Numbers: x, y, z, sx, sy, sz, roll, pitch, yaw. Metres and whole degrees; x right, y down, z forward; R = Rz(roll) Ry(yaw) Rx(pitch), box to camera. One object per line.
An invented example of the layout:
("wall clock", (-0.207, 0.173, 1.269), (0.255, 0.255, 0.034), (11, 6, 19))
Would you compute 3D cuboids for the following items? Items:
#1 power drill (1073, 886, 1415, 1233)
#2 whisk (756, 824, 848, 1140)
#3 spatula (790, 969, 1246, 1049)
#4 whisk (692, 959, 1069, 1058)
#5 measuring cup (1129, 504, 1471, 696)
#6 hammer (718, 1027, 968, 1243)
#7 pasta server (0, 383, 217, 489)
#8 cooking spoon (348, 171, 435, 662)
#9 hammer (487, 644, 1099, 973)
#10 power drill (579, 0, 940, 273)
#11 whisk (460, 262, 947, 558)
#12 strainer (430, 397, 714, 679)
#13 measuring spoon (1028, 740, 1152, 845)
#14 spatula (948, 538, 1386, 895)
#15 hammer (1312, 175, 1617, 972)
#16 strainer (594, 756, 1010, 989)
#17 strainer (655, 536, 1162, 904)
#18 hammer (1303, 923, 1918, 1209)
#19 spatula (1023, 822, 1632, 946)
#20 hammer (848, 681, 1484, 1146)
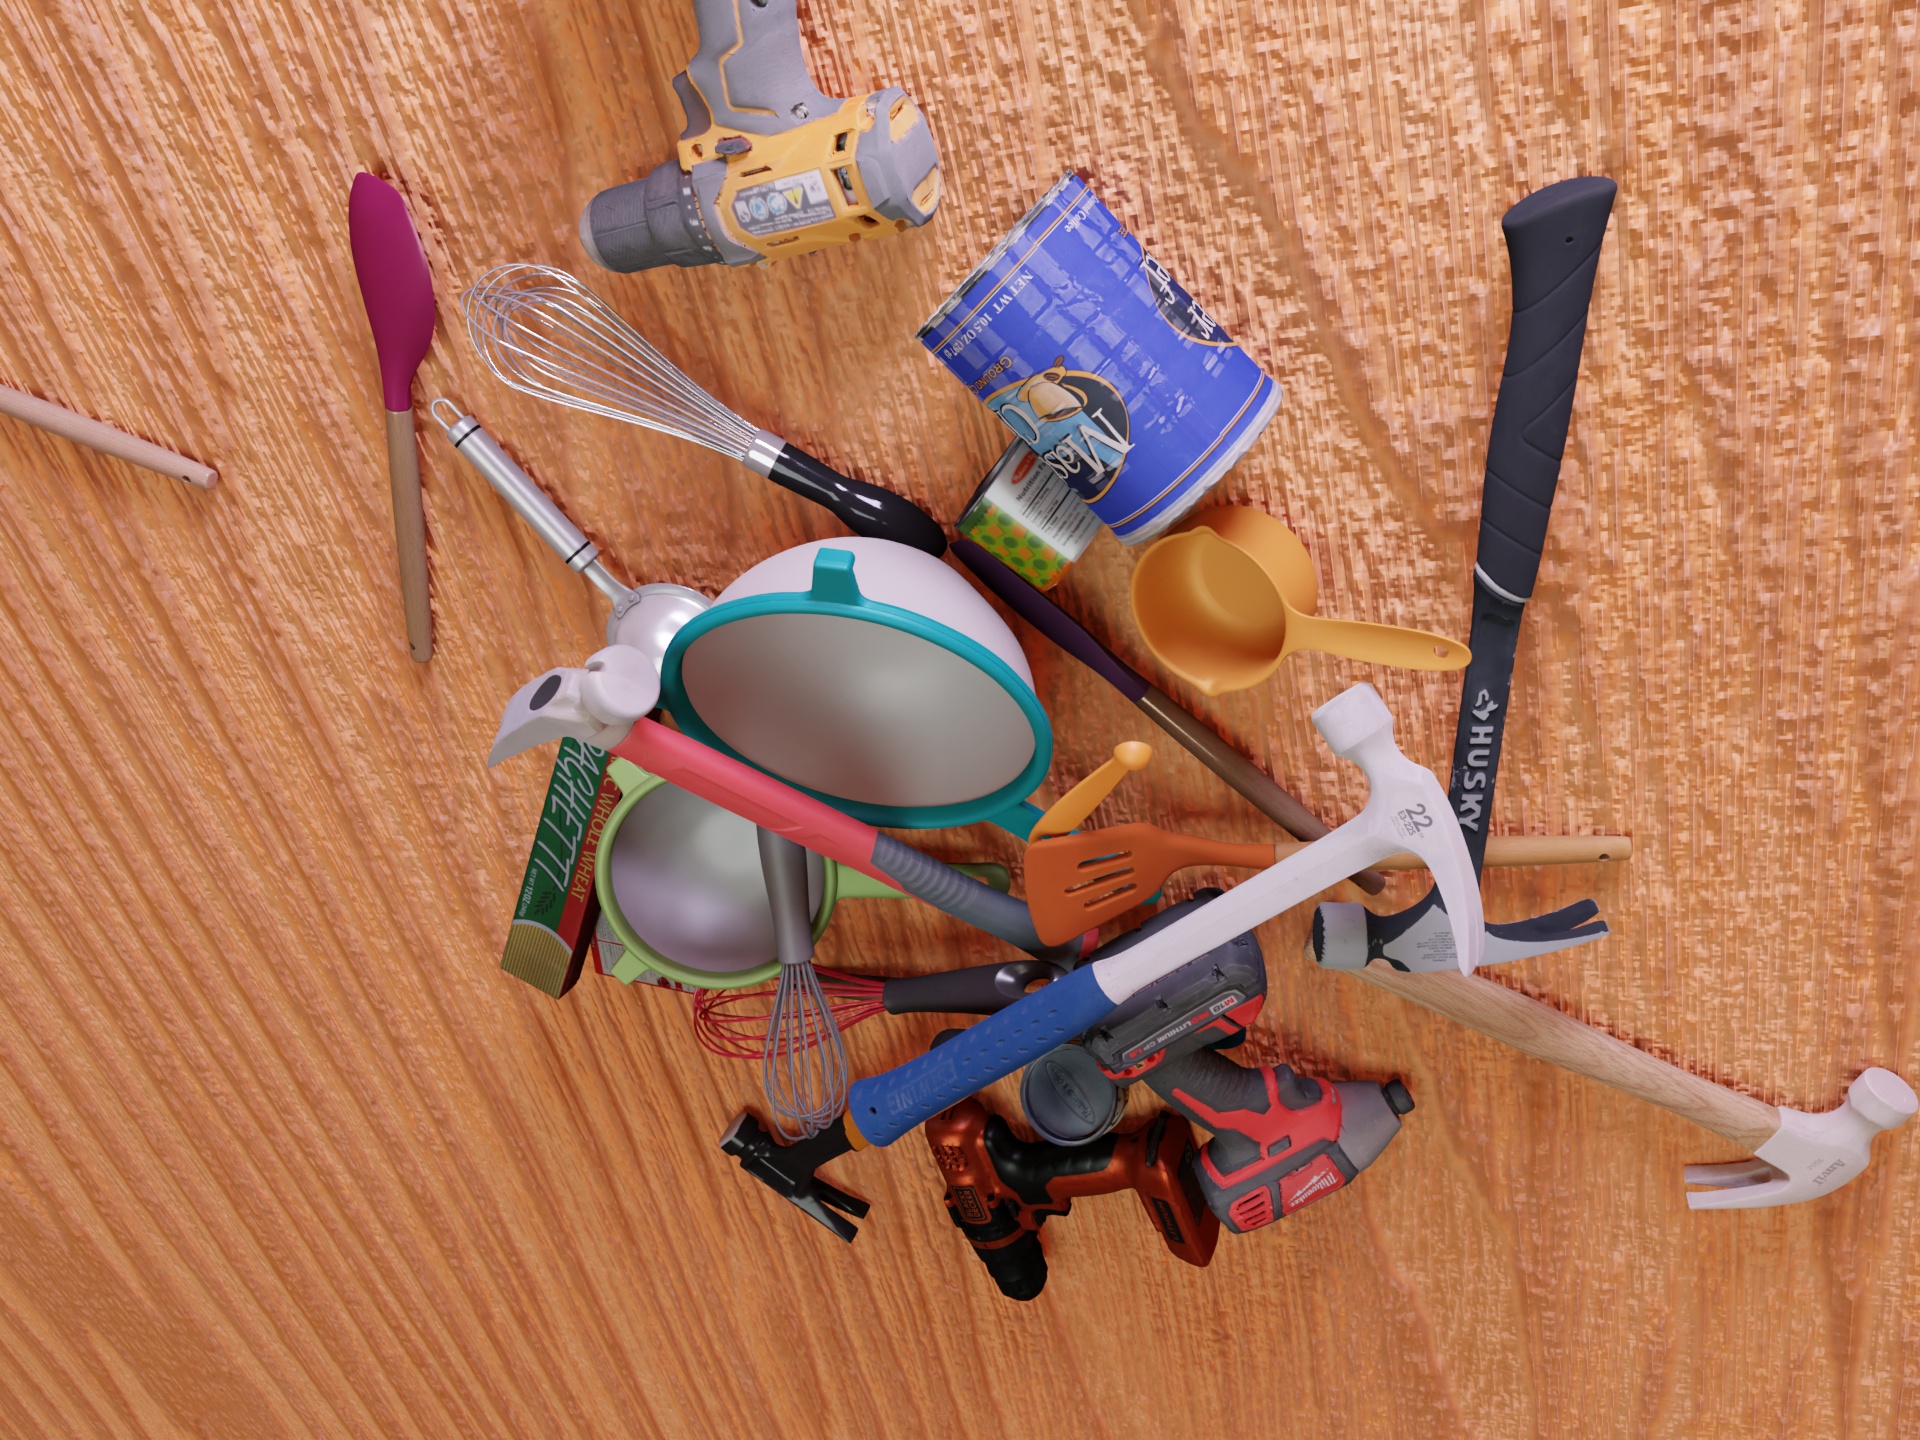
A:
("power drill", (0.174, 0.211, 0.962), (0.143, 0.079, 0.219), (-32, 118, 13))
("whisk", (-0.103, 0.142, 0.963), (0.055, 0.055, 0.239), (-1, 101, 21))
("spatula", (0.025, 0.179, 1.043), (0.317, 0.044, 0.082), (2, 125, 25))
("whisk", (-0.058, 0.178, 1.013), (0.296, 0.073, 0.073), (-11, 119, 32))
("measuring cup", (0.171, -0.056, 0.780), (0.174, 0.052, 0.095), (13, 127, 31))
("hammer", (-0.057, 0.279, 1.084), (0.127, 0.034, 0.336), (38, 142, -6))
("pasta server", (-0.619, -0.202, 1.004), (0.316, 0.040, 0.060), (21, 140, 4))
("cooking spoon", (-0.326, -0.161, 0.930), (0.069, 0.017, 0.318), (31, 134, 24))
("hammer", (-0.075, 0.071, 0.906), (0.386, 0.038, 0.143), (30, 148, -31))
("power drill", (-0.127, -0.313, 0.721), (0.185, 0.084, 0.226), (-5, 126, 25))
("whisk", (-0.133, -0.158, 0.847), (0.284, 0.070, 0.070), (28, 129, -7))
("strainer", (-0.218, -0.088, 0.935), (0.087, 0.050, 0.258), (-36, 102, 29))
("measuring spoon", (0.067, 0.044, 0.847), (0.021, 0.011, 0.117), (16, 142, -21))
("spatula", (0.118, 0.000, 0.877), (0.315, 0.018, 0.060), (38, 171, -12))
("hammer", (0.263, -0.047, 0.763), (0.149, 0.036, 0.408), (1, 119, 3))
("strainer", (-0.097, 0.090, 1.008), (0.256, 0.069, 0.151), (2, 105, -2))
("strainer", (-0.001, -0.003, 0.893), (0.340, 0.095, 0.211), (32, 143, -30))
("hammer", (0.357, 0.191, 0.921), (0.331, 0.031, 0.130), (23, 128, 4))
("spatula", (0.198, 0.081, 0.872), (0.322, 0.041, 0.081), (-3, 128, 12))
("hammer", (0.090, 0.142, 0.855), (0.405, 0.035, 0.144), (-36, 80, 31))
